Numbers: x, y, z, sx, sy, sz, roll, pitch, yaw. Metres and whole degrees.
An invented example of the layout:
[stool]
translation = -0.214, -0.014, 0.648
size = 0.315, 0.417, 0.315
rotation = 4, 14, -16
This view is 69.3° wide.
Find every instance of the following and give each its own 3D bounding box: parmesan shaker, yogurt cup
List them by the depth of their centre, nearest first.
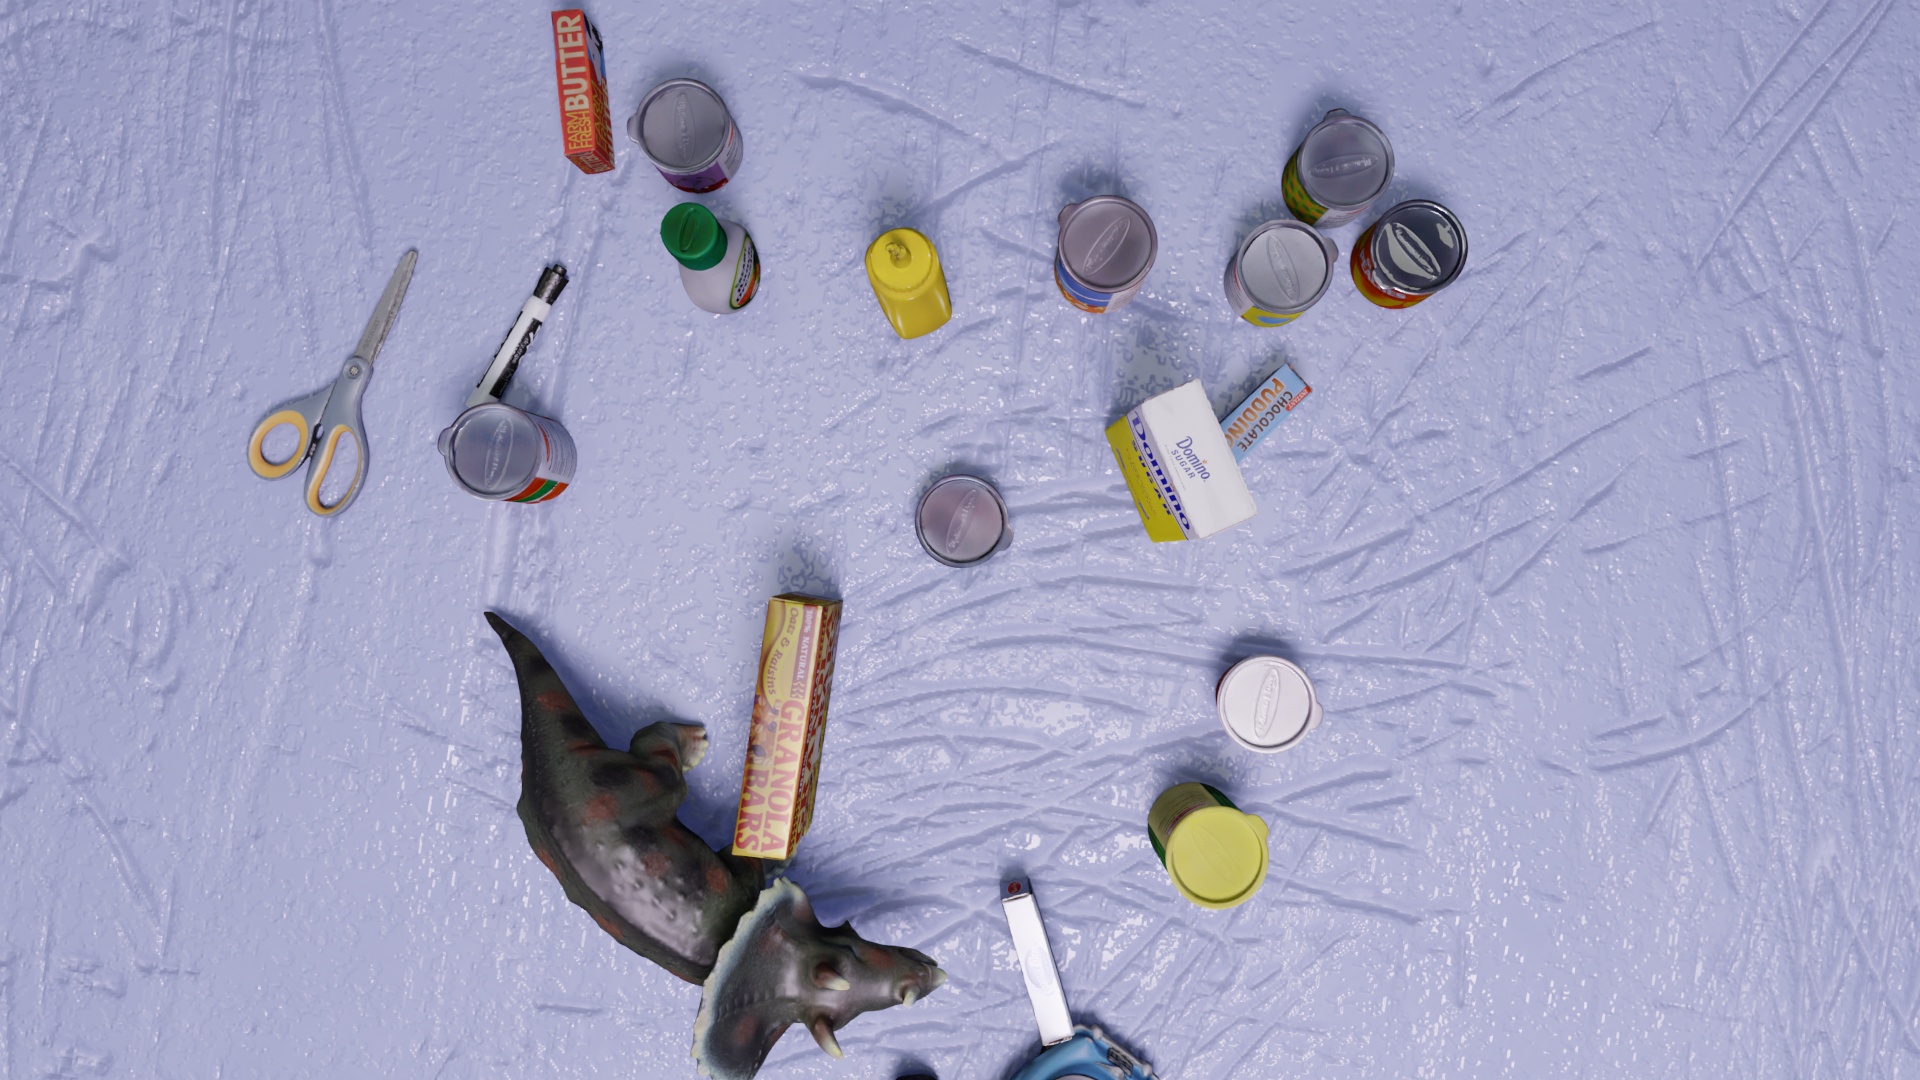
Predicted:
[parmesan shaker]
translation = 0.168, 0.203, 0.942
size = 0.071, 0.103, 0.071
rotation = 0, 89, 1
[yogurt cup]
translation = 0.209, 0.112, 0.968
size = 0.072, 0.054, 0.072
rotation = 0, 89, 1

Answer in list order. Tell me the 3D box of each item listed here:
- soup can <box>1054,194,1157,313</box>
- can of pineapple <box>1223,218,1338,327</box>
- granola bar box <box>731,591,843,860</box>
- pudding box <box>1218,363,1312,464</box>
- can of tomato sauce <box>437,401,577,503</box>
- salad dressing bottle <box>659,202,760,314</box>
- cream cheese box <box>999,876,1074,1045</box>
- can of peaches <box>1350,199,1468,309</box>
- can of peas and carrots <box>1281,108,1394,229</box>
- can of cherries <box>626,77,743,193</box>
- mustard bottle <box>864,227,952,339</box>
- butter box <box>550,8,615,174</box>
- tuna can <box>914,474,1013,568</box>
[soup can]
translation = 0.097, -0.198, 0.963
size = 0.071, 0.084, 0.071
rotation = 0, 89, 1
[can of pineapple]
translation = 0.223, -0.186, 0.973
size = 0.071, 0.058, 0.071
rotation = 0, 89, 1
[granola bar box]
translation = -0.113, 0.120, 0.938
size = 0.039, 0.124, 0.165
rotation = 8, 89, 1
[pudding box]
translation = 0.204, -0.083, 0.975
size = 0.084, 0.049, 0.030
rotation = -43, 89, 0
[can of tomato sauce]
translation = -0.313, -0.059, 0.967
size = 0.071, 0.083, 0.071
rotation = 0, 89, 1
[salad dressing bottle]
translation = -0.168, -0.191, 0.935
size = 0.044, 0.147, 0.064
rotation = 14, 90, 1
[cream cheese box]
translation = 0.053, 0.291, 0.967
size = 0.024, 0.053, 0.104
rotation = -17, 89, 1
[can of peaches]
translation = 0.310, -0.198, 0.972
size = 0.071, 0.058, 0.071
rotation = 0, 89, 1
[can of peas and carrots]
translation = 0.262, -0.259, 0.974
size = 0.071, 0.059, 0.071
rotation = 0, 89, 1
[can of cherries]
translation = -0.193, -0.285, 0.982
size = 0.071, 0.058, 0.071
rotation = 0, 89, 1
[mustard bottle]
translation = -0.036, -0.176, 0.926
size = 0.049, 0.160, 0.065
rotation = -25, 89, 1
[butter box]
translation = -0.268, -0.317, 0.987
size = 0.024, 0.053, 0.103
rotation = -6, 89, 1
[tuna can]
translation = 0.004, -0.012, 0.985
size = 0.071, 0.033, 0.071
rotation = 0, 89, 1
